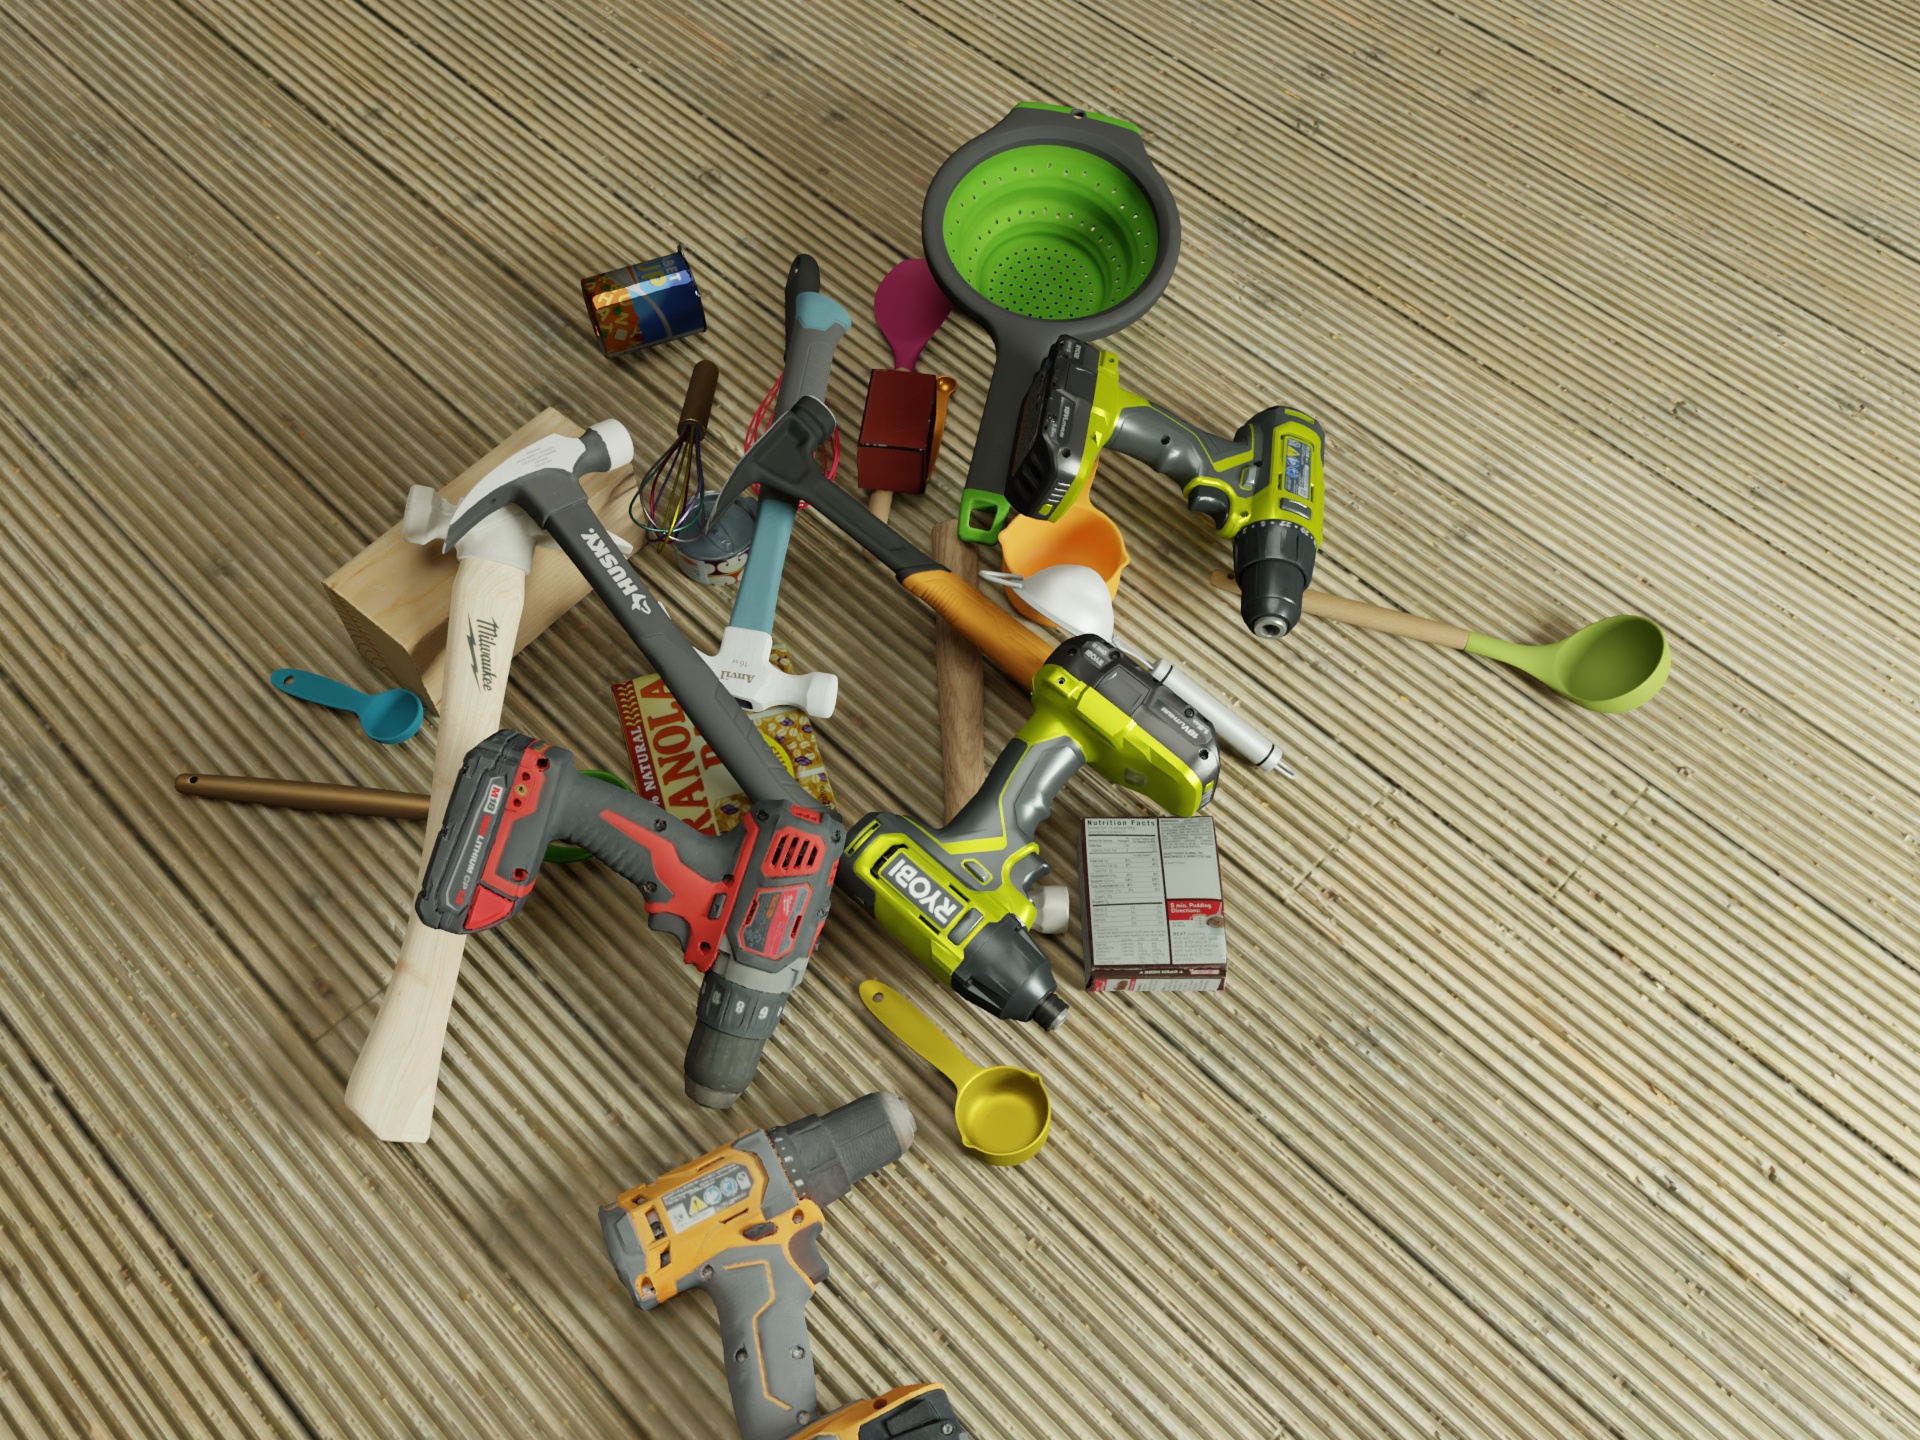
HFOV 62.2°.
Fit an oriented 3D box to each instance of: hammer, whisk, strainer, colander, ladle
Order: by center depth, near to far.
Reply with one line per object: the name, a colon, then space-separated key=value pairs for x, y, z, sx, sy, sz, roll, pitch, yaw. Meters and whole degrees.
hammer: x=-0.306 y=0.054 z=1.000 sx=0.146 sy=0.038 sz=0.411 roll=10 pitch=72 yaw=-18
hammer: x=-0.189 y=-0.040 z=1.015 sx=0.146 sy=0.035 sz=0.335 roll=-32 pitch=80 yaw=-34
strainer: x=0.129 y=-0.039 z=1.073 sx=0.258 sy=0.050 sz=0.087 roll=37 pitch=16 yaw=-8
hammer: x=-0.010 y=-0.079 z=1.079 sx=0.337 sy=0.034 sz=0.127 roll=37 pitch=59 yaw=-2
hammer: x=-0.002 y=-0.004 z=1.098 sx=0.130 sy=0.031 sz=0.332 roll=-1 pitch=58 yaw=-2
hammer: x=-0.125 y=-0.161 z=1.121 sx=0.128 sy=0.033 sz=0.331 roll=8 pitch=67 yaw=2
ladle: x=0.337 y=-0.071 z=1.134 sx=0.320 sy=0.062 sz=0.078 roll=15 pitch=59 yaw=11
whisk: x=-0.206 y=-0.201 z=1.184 sx=0.051 sy=0.047 sz=0.245 roll=-2 pitch=40 yaw=2
whisk: x=-0.129 y=-0.271 z=1.247 sx=0.073 sy=0.073 sz=0.296 roll=0 pitch=52 yaw=-2
colander: x=0.052 y=-0.299 z=1.255 sx=0.204 sy=0.094 sz=0.397 roll=13 pitch=69 yaw=2

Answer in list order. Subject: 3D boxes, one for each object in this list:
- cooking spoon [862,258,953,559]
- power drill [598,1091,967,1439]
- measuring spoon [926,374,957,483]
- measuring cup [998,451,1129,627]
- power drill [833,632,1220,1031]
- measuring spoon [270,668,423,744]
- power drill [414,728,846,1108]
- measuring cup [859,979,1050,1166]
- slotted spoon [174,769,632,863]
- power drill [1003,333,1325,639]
cooking spoon: x=-0.049 y=-0.256 z=1.262 sx=0.069 sy=0.017 sz=0.319 roll=2 pitch=57 yaw=8
power drill: x=-0.074 y=0.323 z=0.867 sx=0.185 sy=0.084 sz=0.226 roll=-24 pitch=57 yaw=-17
measuring spoon: x=-0.023 y=-0.224 z=1.250 sx=0.021 sy=0.011 sz=0.117 roll=10 pitch=62 yaw=7
measuring cup: x=0.082 y=-0.144 z=1.177 sx=0.095 sy=0.052 sz=0.174 roll=11 pitch=57 yaw=6
power drill: x=0.053 y=0.070 z=0.988 sx=0.171 sy=0.080 sz=0.223 roll=39 pitch=75 yaw=18
measuring spoon: x=-0.426 y=-0.011 z=1.106 sx=0.129 sy=0.021 sz=0.042 roll=17 pitch=61 yaw=20
power drill: x=-0.197 y=0.115 z=0.939 sx=0.226 sy=0.080 sz=0.188 roll=19 pitch=93 yaw=-8
measuring cup: x=-0.007 y=0.212 z=0.972 sx=0.062 sy=0.029 sz=0.157 roll=-38 pitch=54 yaw=-22
slotted spoon: x=-0.369 y=0.055 z=1.057 sx=0.314 sy=0.031 sz=0.070 roll=5 pitch=58 yaw=4
power drill: x=0.153 y=-0.165 z=1.129 sx=0.228 sy=0.080 sz=0.191 roll=19 pitch=56 yaw=-11
